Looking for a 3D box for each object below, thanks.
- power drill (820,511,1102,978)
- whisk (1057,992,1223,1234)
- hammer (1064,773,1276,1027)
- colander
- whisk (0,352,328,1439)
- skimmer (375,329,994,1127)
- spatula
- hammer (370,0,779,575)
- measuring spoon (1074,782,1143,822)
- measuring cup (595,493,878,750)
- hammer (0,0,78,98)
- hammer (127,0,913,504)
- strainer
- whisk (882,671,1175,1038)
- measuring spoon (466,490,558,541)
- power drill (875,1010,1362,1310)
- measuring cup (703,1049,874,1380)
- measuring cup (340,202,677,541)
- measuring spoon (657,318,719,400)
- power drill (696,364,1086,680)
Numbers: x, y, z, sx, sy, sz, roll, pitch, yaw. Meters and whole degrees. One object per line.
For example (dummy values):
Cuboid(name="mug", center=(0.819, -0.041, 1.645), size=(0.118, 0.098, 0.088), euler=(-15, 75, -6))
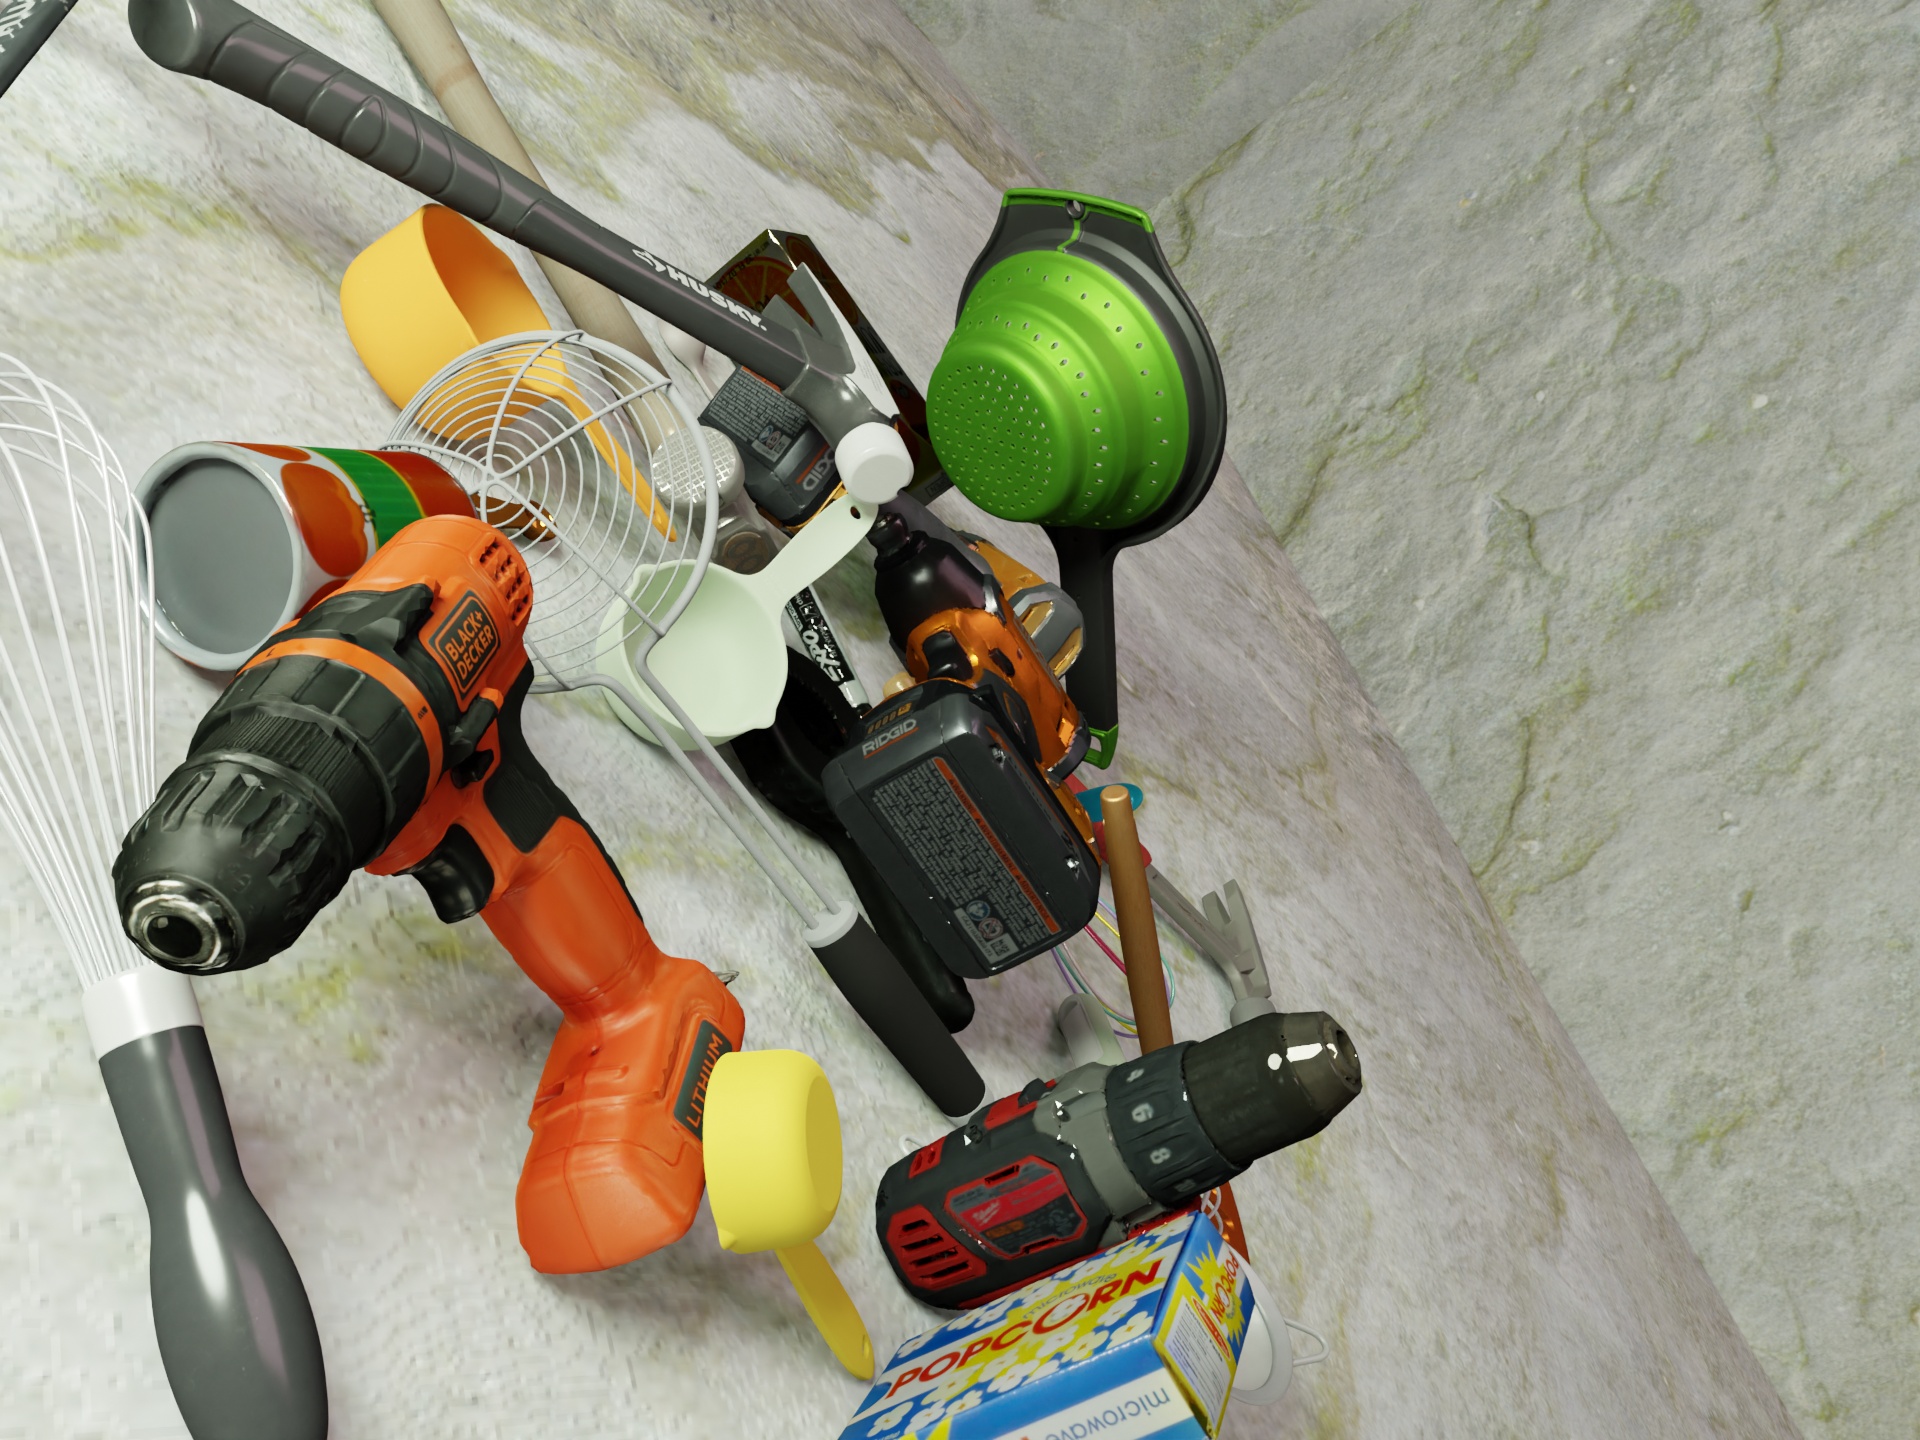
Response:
Cuboid(name="power drill", center=(-0.001, -0.002, 0.742), size=(0.164, 0.084, 0.227), euler=(56, 16, -19))
Cuboid(name="whisk", center=(0.072, 0.179, 0.726), size=(0.059, 0.058, 0.246), euler=(34, 7, -11))
Cuboid(name="hammer", center=(0.094, 0.069, 1.032), size=(0.358, 0.036, 0.149), euler=(44, 22, -31))
Cuboid(name="colander", center=(0.054, -0.116, 0.986), size=(0.094, 0.205, 0.396), euler=(-36, 135, -36))
Cuboid(name="whisk", center=(-0.197, 0.037, 0.367), size=(0.070, 0.070, 0.285), euler=(5, 58, -66))
Cuboid(name="skimmer", center=(-0.085, 0.022, 0.617), size=(0.363, 0.127, 0.090), euler=(57, 5, -30))
Cuboid(name="spatula", center=(0.107, 0.162, 0.789), size=(0.081, 0.041, 0.322), euler=(-92, 171, -57))
Cuboid(name="hammer", center=(-0.199, -0.231, 0.789), size=(0.411, 0.038, 0.146), euler=(57, -6, 20))
Cuboid(name="measuring spoon", center=(0.063, 0.054, 0.948), size=(0.128, 0.021, 0.042), euler=(-9, 86, -45))
Cuboid(name="measuring cup", center=(-0.090, -0.050, 0.684), size=(0.083, 0.038, 0.168), euler=(51, 48, -10))
Cuboid(name="hammer", center=(-0.277, -0.150, 0.416), size=(0.036, 0.149, 0.409), euler=(66, 16, -45))
Cuboid(name="hammer", center=(-0.163, -0.202, 0.651), size=(0.334, 0.035, 0.146), euler=(23, 32, -39))
Cuboid(name="strainer", center=(0.065, 0.236, 0.689), size=(0.258, 0.050, 0.087), euler=(38, 25, -28))
Cuboid(name="whisk", center=(0.038, 0.071, 0.873), size=(0.245, 0.051, 0.047), euler=(53, -10, 8))
Cuboid(name="measuring spoon", center=(-0.200, -0.081, 0.621), size=(0.021, 0.011, 0.117), euler=(60, 23, 13))
Cuboid(name="power drill", center=(0.094, 0.222, 0.564), size=(0.227, 0.188, 0.080), euler=(60, 23, 2))
Cuboid(name="measuring cup", center=(-0.040, 0.160, 0.490), size=(0.062, 0.029, 0.156), euler=(-88, 163, -50))
Cuboid(name="measuring cup", center=(-0.188, -0.130, 0.670), size=(0.173, 0.052, 0.095), euler=(55, 14, -35))
Cuboid(name="measuring spoon", center=(-0.134, -0.189, 0.935), size=(0.124, 0.018, 0.034), euler=(55, 19, -6))
Cuboid(name="power drill", center=(-0.046, -0.118, 0.905), size=(0.226, 0.084, 0.186), euler=(37, 3, -39))
